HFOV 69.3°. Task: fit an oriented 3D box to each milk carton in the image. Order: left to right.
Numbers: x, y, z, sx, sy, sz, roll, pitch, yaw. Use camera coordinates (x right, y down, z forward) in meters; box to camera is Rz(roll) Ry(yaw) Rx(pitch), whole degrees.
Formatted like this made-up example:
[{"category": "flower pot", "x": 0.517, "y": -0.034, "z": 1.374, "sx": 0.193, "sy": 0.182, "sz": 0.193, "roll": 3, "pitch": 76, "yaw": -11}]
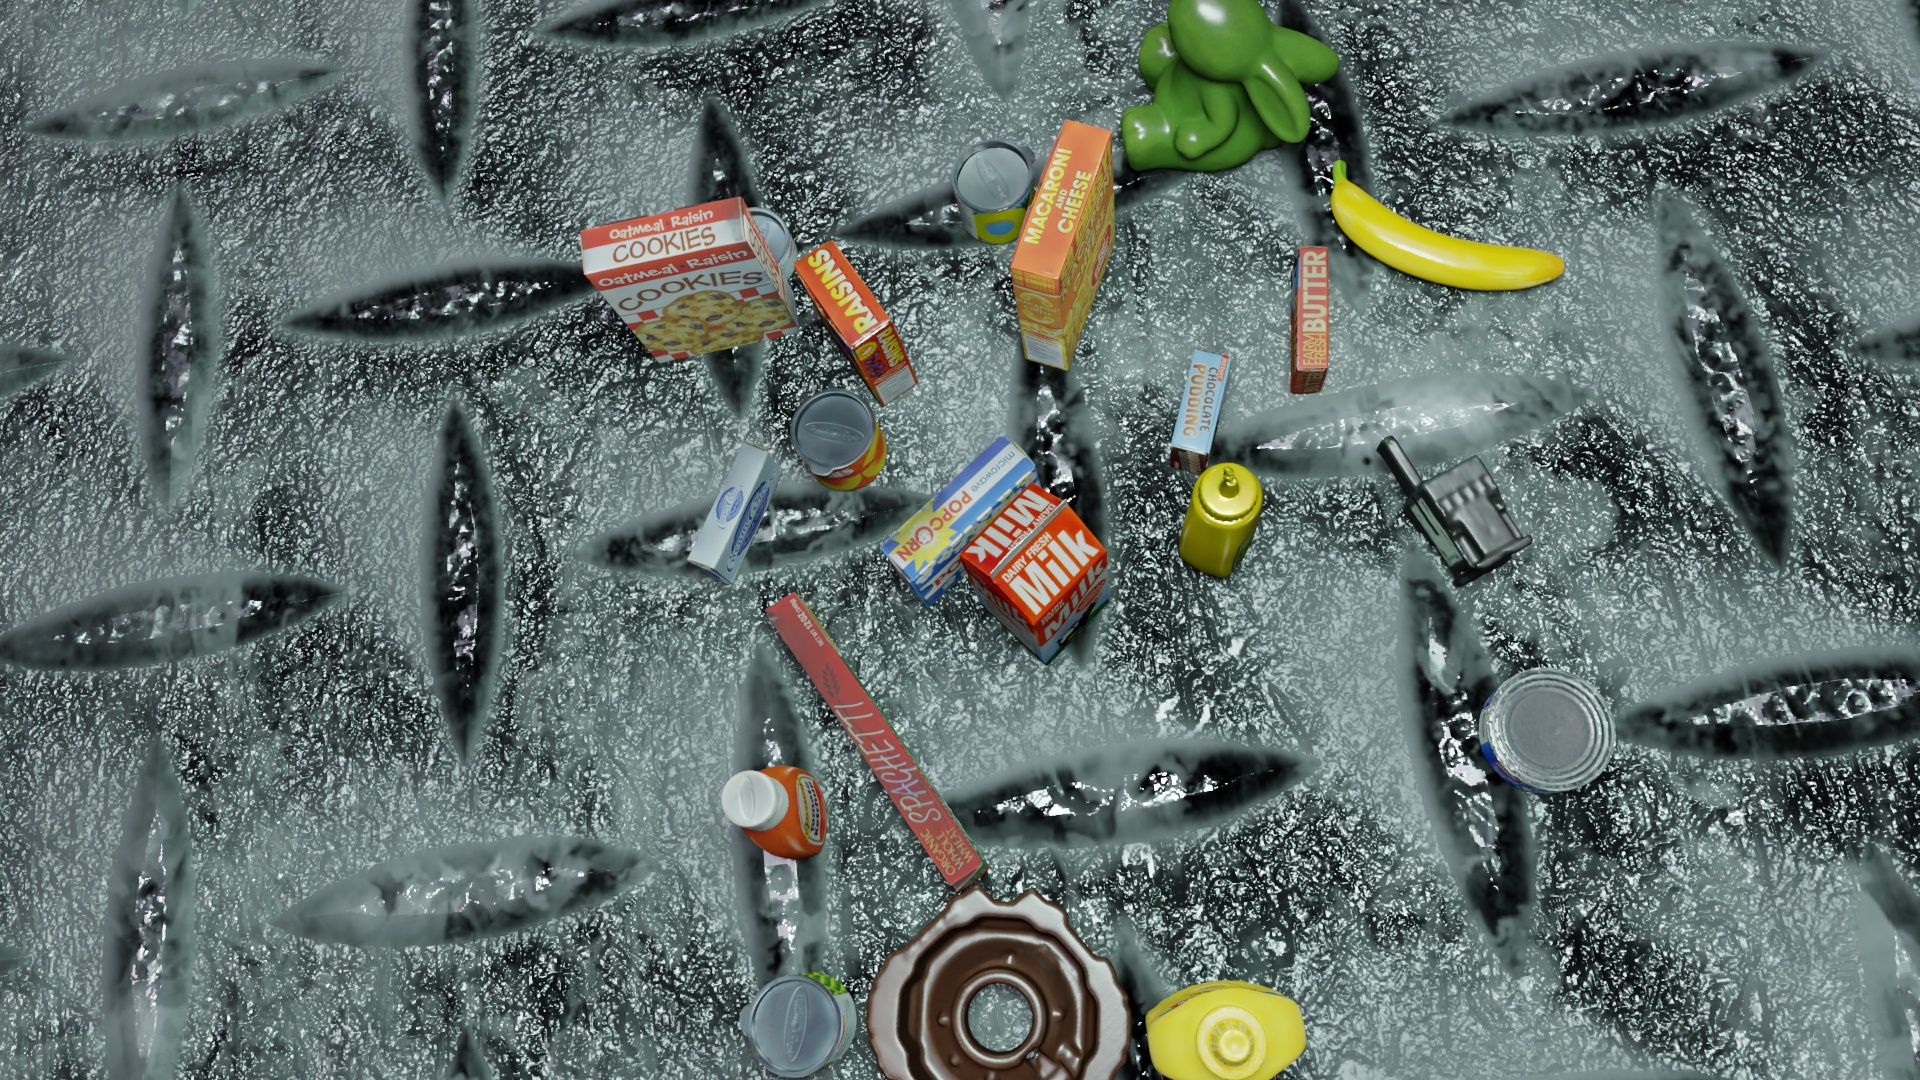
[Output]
[{"category": "milk carton", "x": 0.054, "y": 0.022, "z": 0.969, "sx": 0.073, "sy": 0.190, "sz": 0.072, "roll": 43, "pitch": 84, "yaw": 16}]

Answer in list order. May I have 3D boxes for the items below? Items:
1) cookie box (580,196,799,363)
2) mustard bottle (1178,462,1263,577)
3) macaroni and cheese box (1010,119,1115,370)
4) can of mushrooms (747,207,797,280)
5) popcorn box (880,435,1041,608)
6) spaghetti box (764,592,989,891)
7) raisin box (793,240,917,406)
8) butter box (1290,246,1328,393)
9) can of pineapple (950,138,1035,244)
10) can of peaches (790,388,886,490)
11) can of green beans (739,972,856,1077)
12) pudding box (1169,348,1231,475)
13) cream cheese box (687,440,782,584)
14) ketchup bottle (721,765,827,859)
[{"category": "cookie box", "x": -0.205, "y": -0.199, "z": 1.078, "sx": 0.123, "sy": 0.167, "sz": 0.040, "roll": -11, "pitch": 73, "yaw": 4}, {"category": "mustard bottle", "x": 0.186, "y": -0.020, "z": 0.981, "sx": 0.049, "sy": 0.160, "sz": 0.065, "roll": 26, "pitch": 79, "yaw": 13}, {"category": "macaroni and cheese box", "x": 0.079, "y": -0.218, "z": 1.048, "sx": 0.040, "sy": 0.166, "sz": 0.124, "roll": 17, "pitch": 77, "yaw": 12}, {"category": "can of mushrooms", "x": -0.173, "y": -0.241, "z": 1.156, "sx": 0.071, "sy": 0.033, "sz": 0.071, "roll": -2, "pitch": 74, "yaw": 7}, {"category": "popcorn box", "x": 0.004, "y": -0.013, "z": 1.041, "sx": 0.127, "sy": 0.085, "sz": 0.038, "roll": -43, "pitch": 74, "yaw": -6}, {"category": "spaghetti box", "x": -0.062, "y": 0.146, "z": 1.021, "sx": 0.029, "sy": 0.050, "sz": 0.250, "roll": -36, "pitch": 73, "yaw": -4}, {"category": "raisin box", "x": -0.080, "y": -0.166, "z": 1.076, "sx": 0.040, "sy": 0.123, "sz": 0.086, "roll": -34, "pitch": 73, "yaw": -3}, {"category": "butter box", "x": 0.269, "y": -0.169, "z": 1.070, "sx": 0.024, "sy": 0.053, "sz": 0.104, "roll": 2, "pitch": 74, "yaw": 8}, {"category": "can of pineapple", "x": 0.030, "y": -0.283, "z": 1.130, "sx": 0.071, "sy": 0.057, "sz": 0.071, "roll": -2, "pitch": 74, "yaw": 7}, {"category": "can of peaches", "x": -0.095, "y": -0.075, "z": 1.085, "sx": 0.071, "sy": 0.058, "sz": 0.071, "roll": -2, "pitch": 74, "yaw": 7}, {"category": "can of green beans", "x": -0.110, "y": 0.336, "z": 0.968, "sx": 0.071, "sy": 0.057, "sz": 0.071, "roll": -2, "pitch": 74, "yaw": 7}, {"category": "pudding box", "x": 0.184, "y": -0.098, "z": 1.062, "sx": 0.030, "sy": 0.049, "sz": 0.084, "roll": 13, "pitch": 76, "yaw": 11}, {"category": "cream cheese box", "x": -0.174, "y": -0.020, "z": 1.082, "sx": 0.024, "sy": 0.053, "sz": 0.104, "roll": 21, "pitch": 78, "yaw": 12}, {"category": "ketchup bottle", "x": -0.129, "y": 0.186, "z": 0.966, "sx": 0.043, "sy": 0.148, "sz": 0.065, "roll": -10, "pitch": 73, "yaw": 4}]
